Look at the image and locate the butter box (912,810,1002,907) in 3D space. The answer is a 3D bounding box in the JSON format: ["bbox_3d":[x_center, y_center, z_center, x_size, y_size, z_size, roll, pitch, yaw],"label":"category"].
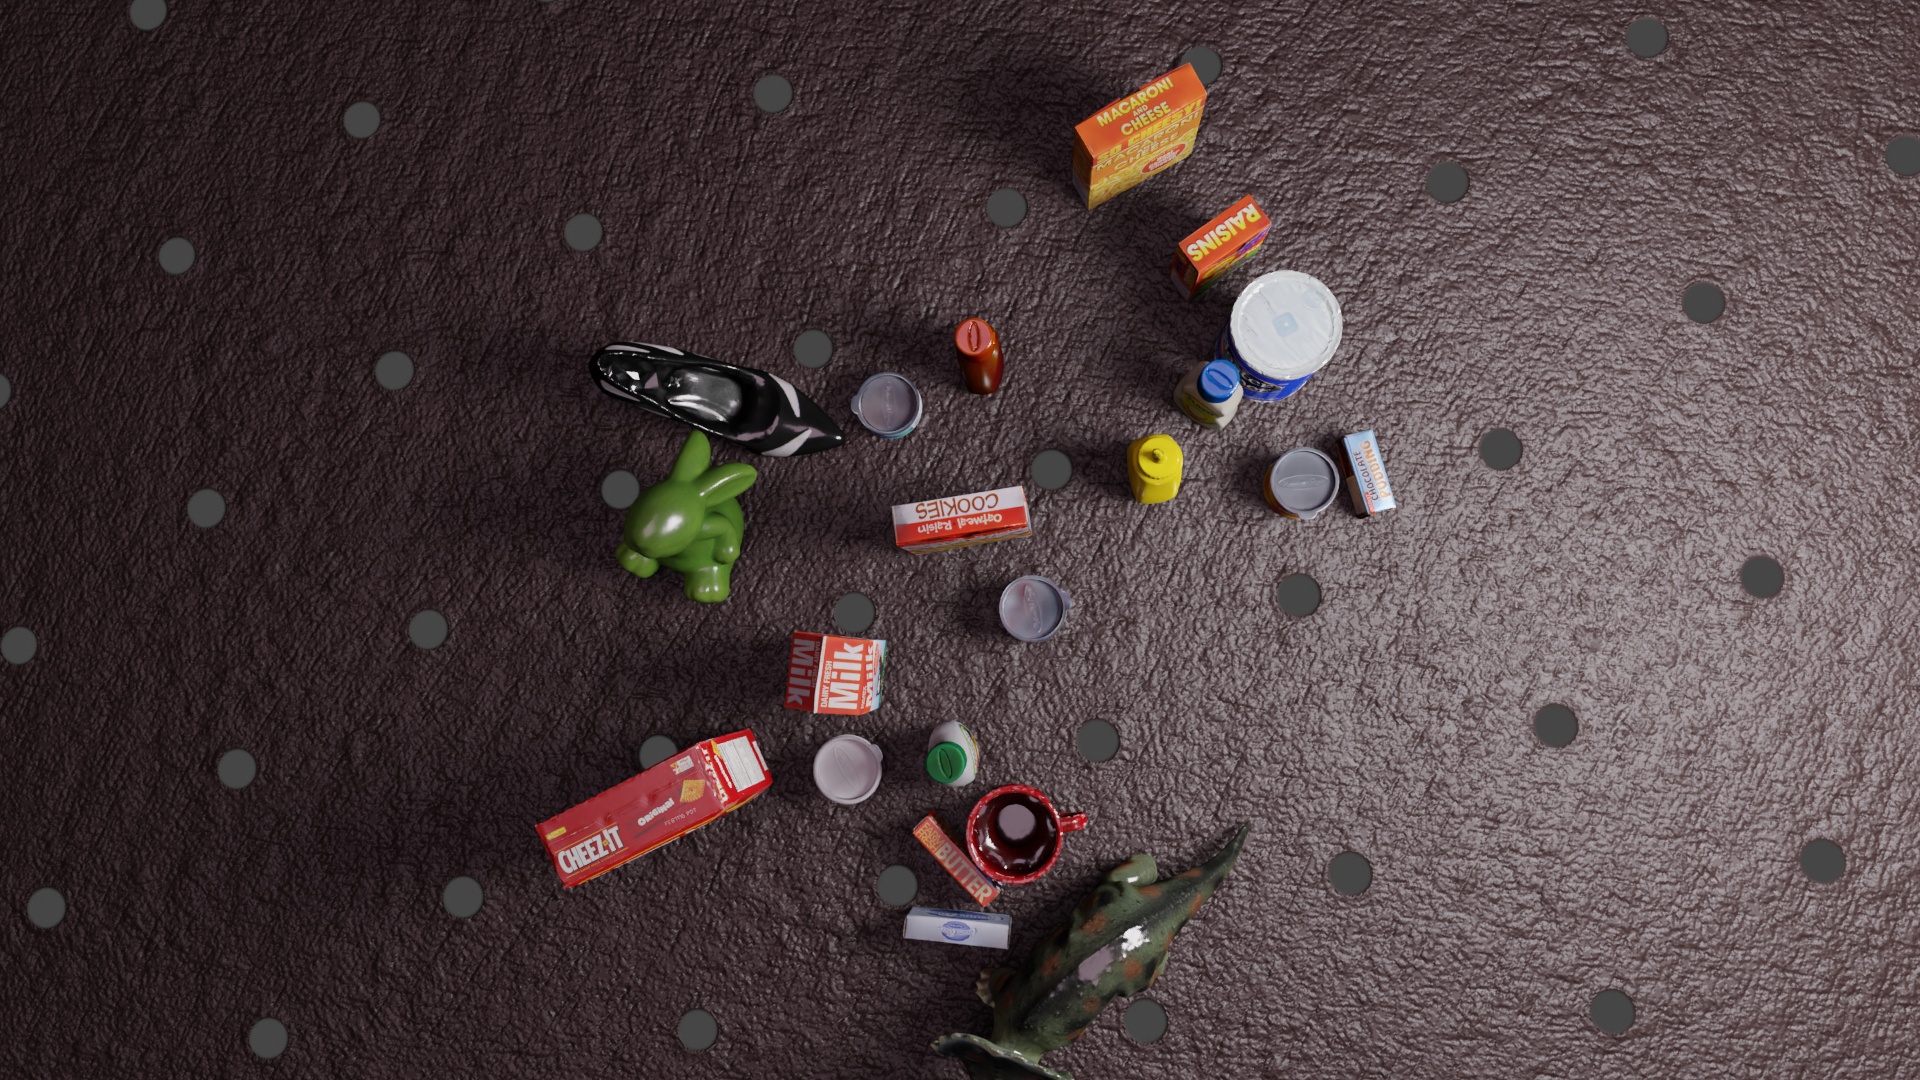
[{"bbox_3d":[-0.003,0.315,1.377,0.024,0.053,0.103,-45,84,0],"label":"butter box"}]

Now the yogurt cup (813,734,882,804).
[{"bbox_3d":[-0.110,0.227,1.391,0.072,0.054,0.072,0,86,4],"label":"yogurt cup"}]

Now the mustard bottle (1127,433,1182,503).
[{"bbox_3d":[0.188,-0.073,1.339,0.049,0.160,0.065,-10,86,3],"label":"mustard bottle"}]

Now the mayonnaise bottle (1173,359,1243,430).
[{"bbox_3d":[0.243,-0.144,1.347,0.065,0.148,0.041,37,90,6],"label":"mayonnaise bottle"}]

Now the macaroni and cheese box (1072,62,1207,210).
[{"bbox_3d":[0.171,-0.393,1.361,0.124,0.166,0.040,-29,85,2],"label":"macaroni and cheese box"}]

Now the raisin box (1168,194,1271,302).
[{"bbox_3d":[0.253,-0.286,1.369,0.086,0.123,0.040,-34,85,1],"label":"raisin box"}]

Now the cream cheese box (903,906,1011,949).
[{"bbox_3d":[-0.002,0.382,1.372,0.104,0.053,0.024,5,87,4],"label":"cream cheese box"}]

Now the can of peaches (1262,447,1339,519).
[{"bbox_3d":[0.337,-0.054,1.379,0.071,0.058,0.071,0,86,4],"label":"can of peaches"}]

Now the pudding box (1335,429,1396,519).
[{"bbox_3d":[0.402,-0.066,1.380,0.030,0.049,0.083,-16,85,3],"label":"pudding box"}]

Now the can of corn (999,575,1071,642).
[{"bbox_3d":[0.076,0.068,1.388,0.071,0.058,0.071,0,86,4],"label":"can of corn"}]

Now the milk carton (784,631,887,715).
[{"bbox_3d":[-0.120,0.126,1.330,0.073,0.190,0.072,6,87,4],"label":"milk carton"}]

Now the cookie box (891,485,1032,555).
[{"bbox_3d":[0.005,-0.017,1.344,0.123,0.167,0.040,-10,86,3],"label":"cookie box"}]

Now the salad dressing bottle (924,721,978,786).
[{"bbox_3d":[-0.009,0.209,1.338,0.044,0.147,0.064,-16,85,3],"label":"salad dressing bottle"}]

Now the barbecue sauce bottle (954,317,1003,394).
[{"bbox_3d":[0.018,-0.185,1.365,0.044,0.148,0.065,0,86,4],"label":"barbecue sauce bottle"}]

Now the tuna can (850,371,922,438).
[{"bbox_3d":[-0.075,-0.138,1.426,0.071,0.033,0.071,0,86,4],"label":"tuna can"}]
